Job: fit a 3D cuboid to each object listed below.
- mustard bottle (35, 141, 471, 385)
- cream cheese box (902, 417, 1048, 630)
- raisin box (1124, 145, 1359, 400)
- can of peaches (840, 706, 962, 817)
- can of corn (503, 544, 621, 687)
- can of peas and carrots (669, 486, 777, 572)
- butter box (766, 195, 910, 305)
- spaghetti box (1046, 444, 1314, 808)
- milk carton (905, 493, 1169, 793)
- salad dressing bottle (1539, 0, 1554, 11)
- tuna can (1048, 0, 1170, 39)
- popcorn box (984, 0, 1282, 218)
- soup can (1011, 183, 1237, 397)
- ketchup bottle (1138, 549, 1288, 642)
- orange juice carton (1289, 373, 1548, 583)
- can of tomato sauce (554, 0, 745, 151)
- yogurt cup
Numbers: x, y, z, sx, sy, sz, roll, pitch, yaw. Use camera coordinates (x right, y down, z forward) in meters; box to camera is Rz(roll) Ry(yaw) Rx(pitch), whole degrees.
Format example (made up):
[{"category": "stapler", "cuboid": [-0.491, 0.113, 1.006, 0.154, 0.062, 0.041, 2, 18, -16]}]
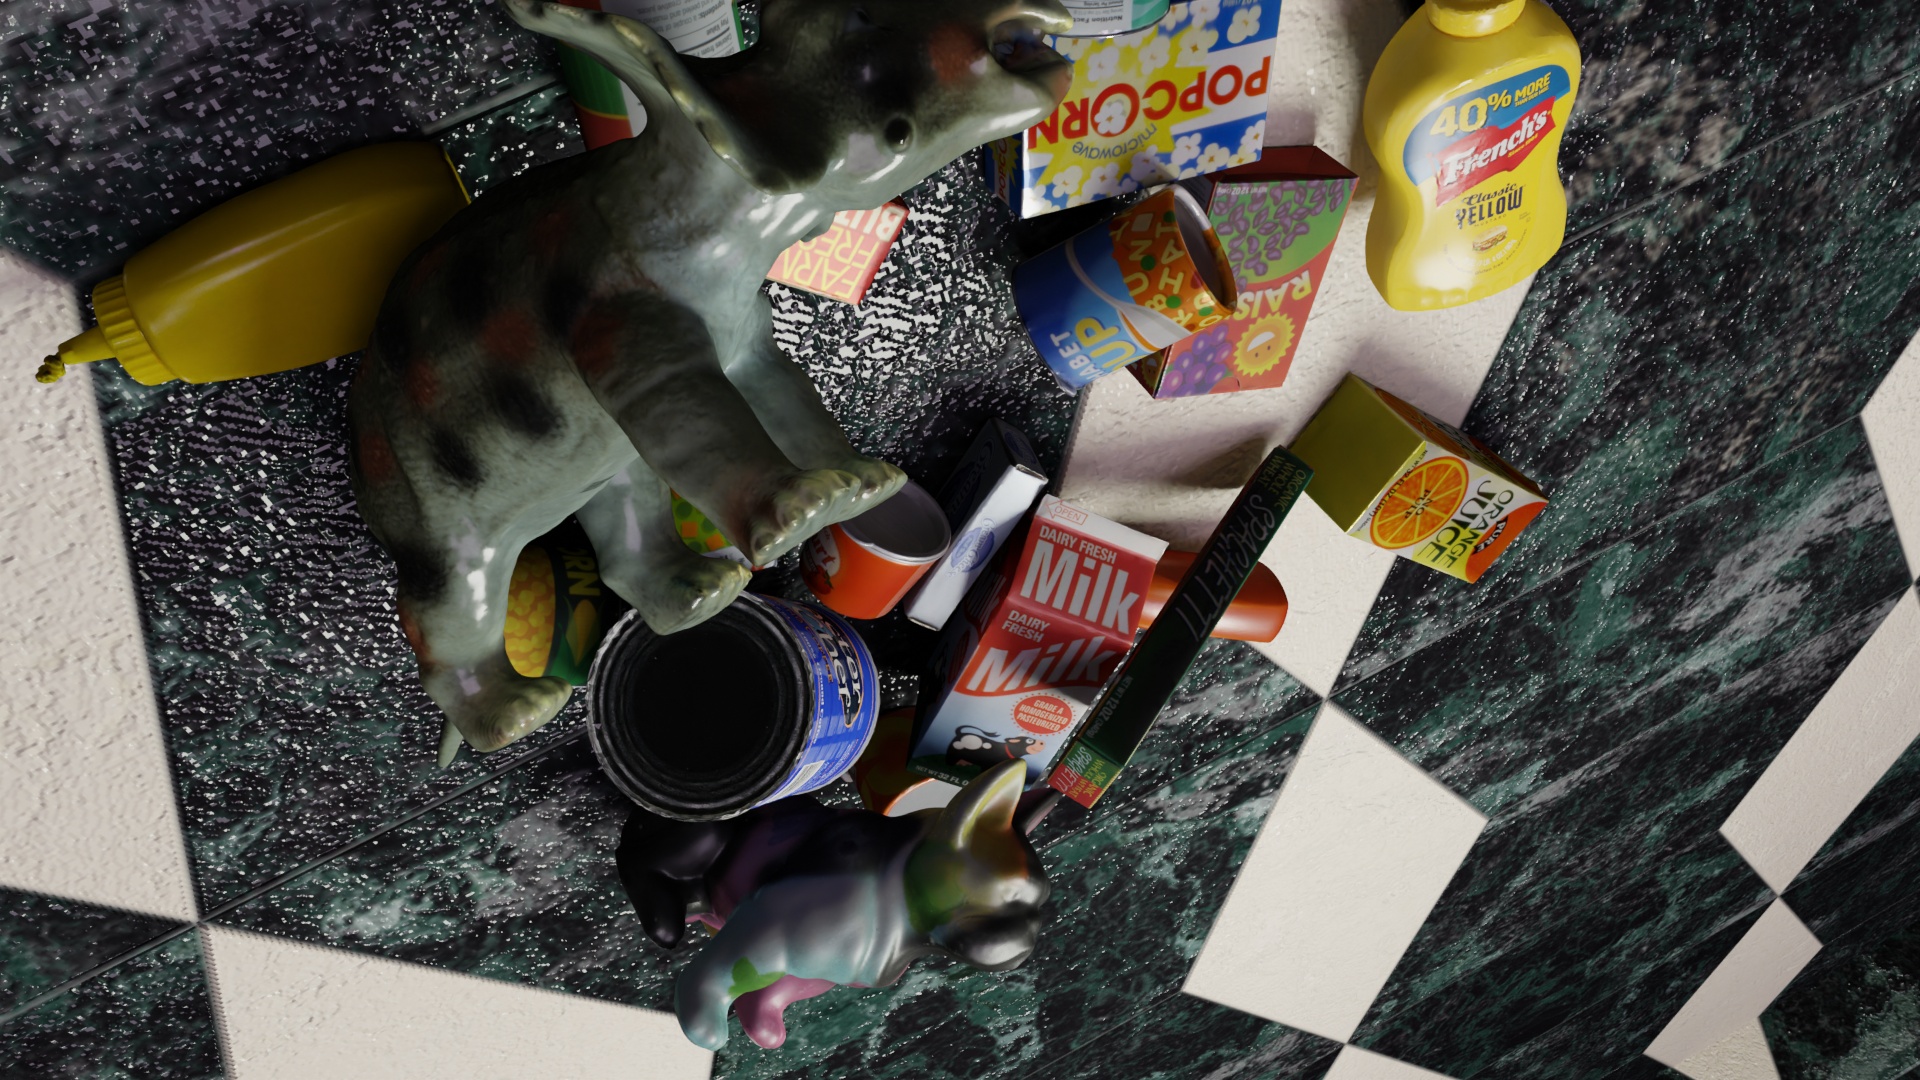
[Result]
[{"category": "mustard bottle", "cuboid": [-0.253, -0.092, 0.501, 0.160, 0.049, 0.065, -22, 140, -11]}, {"category": "cream cheese box", "cuboid": [0.003, -0.009, 0.723, 0.024, 0.053, 0.103, 25, 114, -25]}, {"category": "raisin box", "cuboid": [0.140, -0.134, 0.705, 0.086, 0.040, 0.122, -9, 133, -25]}, {"category": "can of peaches", "cuboid": [-0.032, 0.146, 0.841, 0.071, 0.058, 0.070, -17, 135, -18]}, {"category": "can of corn", "cuboid": [-0.194, 0.032, 0.637, 0.058, 0.071, 0.070, 5, 125, -34]}, {"category": "can of peas and carrots", "cuboid": [-0.121, -0.015, 0.638, 0.059, 0.071, 0.070, -15, 134, -13]}, {"category": "butter box", "cuboid": [-0.077, -0.137, 0.583, 0.103, 0.024, 0.053, 11, 122, -37]}, {"category": "spaghetti box", "cuboid": [0.125, 0.039, 0.753, 0.251, 0.029, 0.050, -49, 171, -36]}, {"category": "milk carton", "cuboid": [0.038, 0.053, 0.751, 0.072, 0.074, 0.189, 21, 130, -11]}, {"category": "salad dressing bottle", "cuboid": [0.251, -0.251, 0.663, 0.064, 0.044, 0.147, -33, 137, 10]}, {"category": "tuna can", "cuboid": [0.052, -0.228, 0.550, 0.071, 0.071, 0.032, -17, 134, -16]}, {"category": "popcorn box", "cuboid": [0.075, -0.199, 0.608, 0.127, 0.038, 0.084, -18, 136, -16]}, {"category": "soup can", "cuboid": [0.077, -0.114, 0.641, 0.083, 0.071, 0.071, -23, 143, 28]}, {"category": "ketchup bottle", "cuboid": [0.118, 0.029, 0.826, 0.149, 0.065, 0.043, 6, 116, -24]}, {"category": "orange juice carton", "cuboid": [0.294, -0.031, 0.865, 0.193, 0.073, 0.071, 16, 118, -40]}, {"category": "can of tomato sauce", "cuboid": [-0.112, -0.180, 0.496, 0.071, 0.071, 0.082, -20, 135, -14]}, {"category": "yogurt cup", "cuboid": [-0.046, 0.002, 0.701, 0.072, 0.073, 0.053, 7, 132, -35]}]
